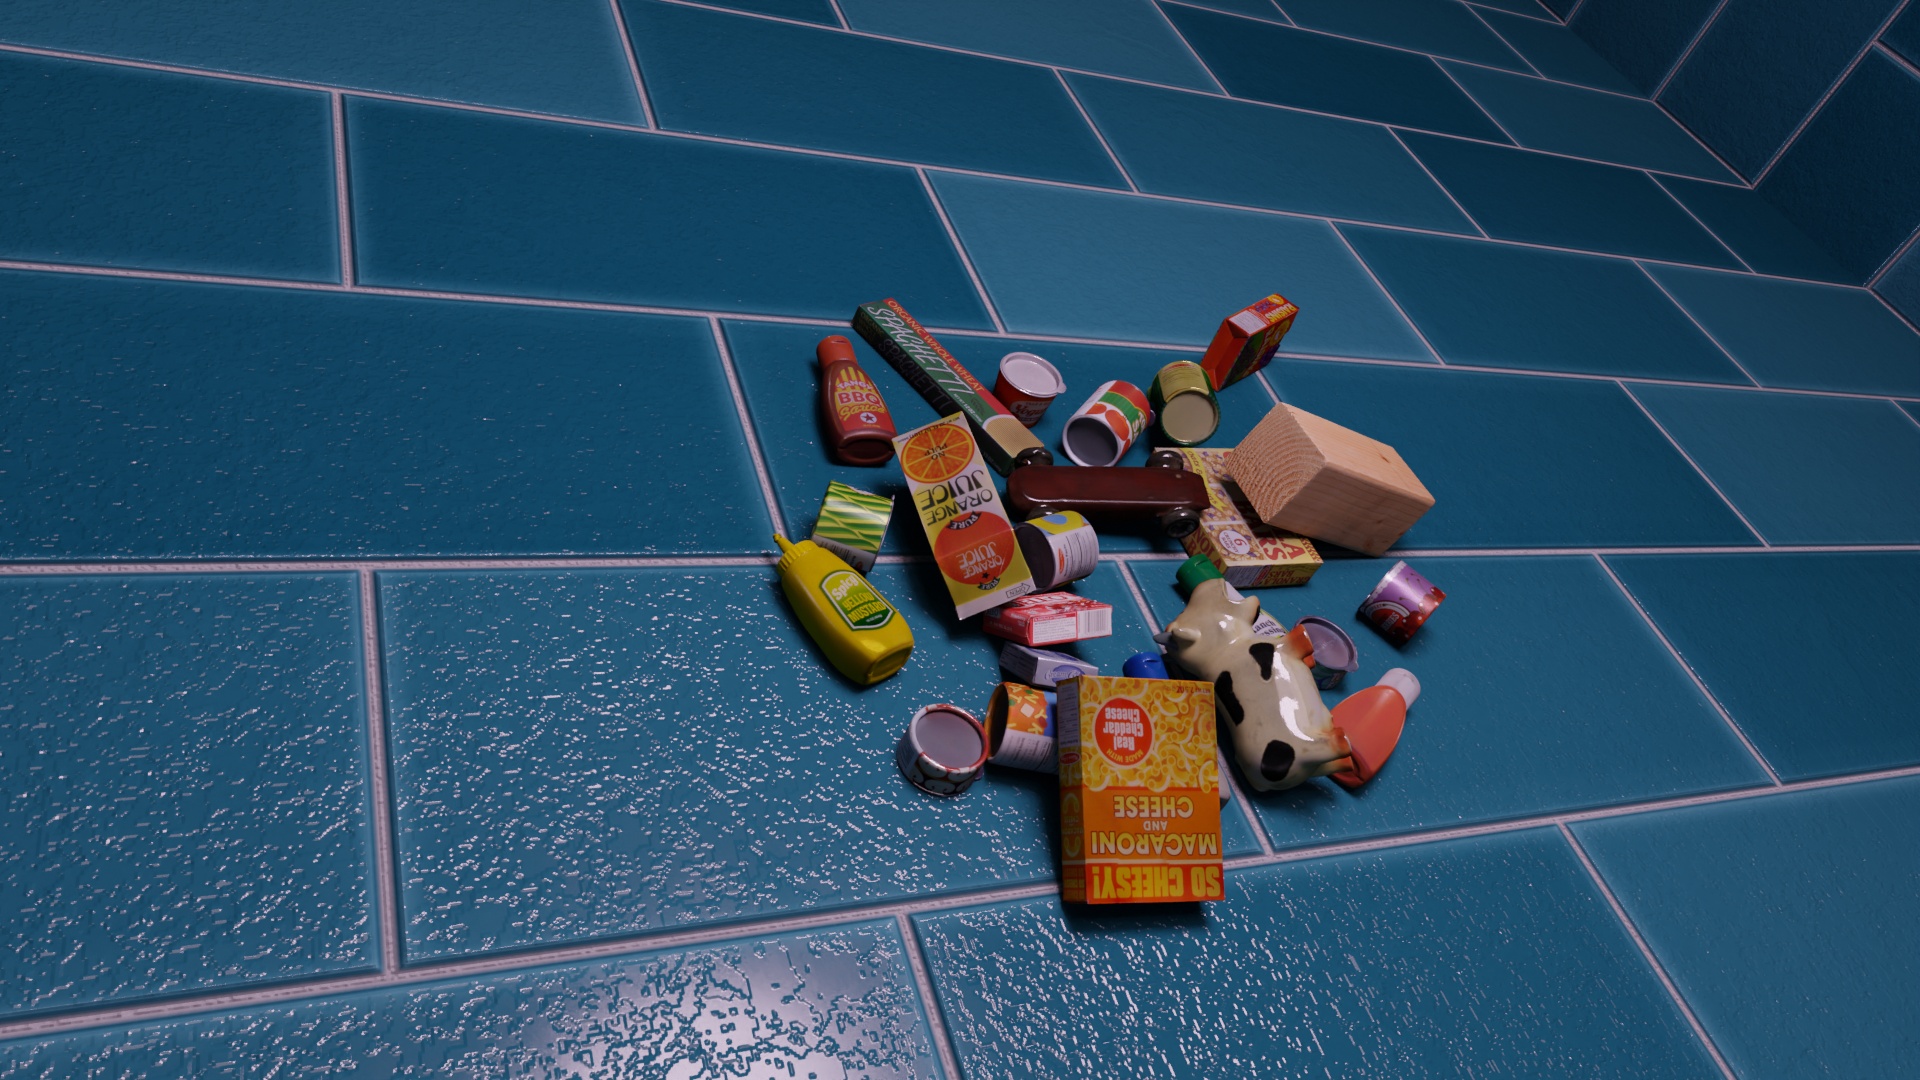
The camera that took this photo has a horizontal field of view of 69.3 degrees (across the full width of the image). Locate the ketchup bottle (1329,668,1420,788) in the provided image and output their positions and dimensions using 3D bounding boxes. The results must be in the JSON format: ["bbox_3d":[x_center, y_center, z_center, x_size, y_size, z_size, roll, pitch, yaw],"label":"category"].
[{"bbox_3d":[0.373,0.164,1.261,0.065,0.043,0.149,41,43,17],"label":"ketchup bottle"}]

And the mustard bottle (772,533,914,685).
[{"bbox_3d":[-0.107,0.046,1.139,0.065,0.048,0.160,-23,60,-43],"label":"mustard bottle"}]

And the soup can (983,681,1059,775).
[{"bbox_3d":[0.067,0.149,1.106,0.084,0.071,0.072,12,42,-14],"label":"soup can"}]

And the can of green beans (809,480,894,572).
[{"bbox_3d":[-0.095,-0.013,1.195,0.058,0.071,0.071,19,41,-7],"label":"can of green beans"}]

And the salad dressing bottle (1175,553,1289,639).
[{"bbox_3d":[0.259,0.076,1.295,0.064,0.043,0.148,-20,57,-31],"label":"salad dressing bottle"}]

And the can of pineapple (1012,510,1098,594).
[{"bbox_3d":[0.082,0.010,1.261,0.058,0.070,0.071,-15,55,-38],"label":"can of pineapple"}]

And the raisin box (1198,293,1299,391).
[{"bbox_3d":[0.337,-0.233,1.629,0.040,0.085,0.124,41,43,19],"label":"raisin box"}]

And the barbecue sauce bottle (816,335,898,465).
[{"bbox_3d":[-0.107,-0.137,1.337,0.065,0.043,0.149,1,46,-24],"label":"barbecue sauce bottle"}]

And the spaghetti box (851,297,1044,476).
[{"bbox_3d":[-0.016,-0.161,1.418,0.050,0.028,0.250,-22,60,-42],"label":"spaghetti box"}]

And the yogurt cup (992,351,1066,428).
[{"bbox_3d":[0.065,-0.153,1.431,0.072,0.053,0.073,14,42,-13],"label":"yogurt cup"}]

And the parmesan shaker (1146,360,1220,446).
[{"bbox_3d":[0.237,-0.145,1.481,0.071,0.071,0.103,21,22,-5],"label":"parmesan shaker"}]

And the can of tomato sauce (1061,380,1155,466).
[{"bbox_3d":[0.152,-0.117,1.428,0.071,0.070,0.083,33,42,9],"label":"can of tomato sauce"}]

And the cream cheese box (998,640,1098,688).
[{"bbox_3d":[0.071,0.104,1.143,0.053,0.024,0.104,11,1,-14],"label":"cream cheese box"}]

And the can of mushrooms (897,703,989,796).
[{"bbox_3d":[-0.011,0.162,1.078,0.071,0.033,0.071,14,41,-13],"label":"can of mushrooms"}]

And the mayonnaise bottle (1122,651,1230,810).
[{"bbox_3d":[0.174,0.161,1.165,0.065,0.041,0.149,4,46,-22],"label":"mayonnaise bottle"}]

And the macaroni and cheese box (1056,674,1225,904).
[{"bbox_3d":[0.137,0.190,1.060,0.124,0.040,0.167,6,75,-24],"label":"macaroni and cheese box"}]

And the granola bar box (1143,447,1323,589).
[{"bbox_3d":[0.274,-0.024,1.412,0.124,0.038,0.166,-2,47,-28],"label":"granola bar box"}]

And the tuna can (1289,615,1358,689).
[{"bbox_3d":[0.339,0.108,1.311,0.071,0.032,0.071,14,42,-13],"label":"tuna can"}]

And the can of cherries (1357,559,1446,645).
[{"bbox_3d":[0.439,0.064,1.384,0.058,0.071,0.072,41,43,15],"label":"can of cherries"}]

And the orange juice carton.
[{"bbox_3d":[0.004,-0.015,1.223,0.072,0.072,0.193,-22,51,1],"label":"orange juice carton"}]
